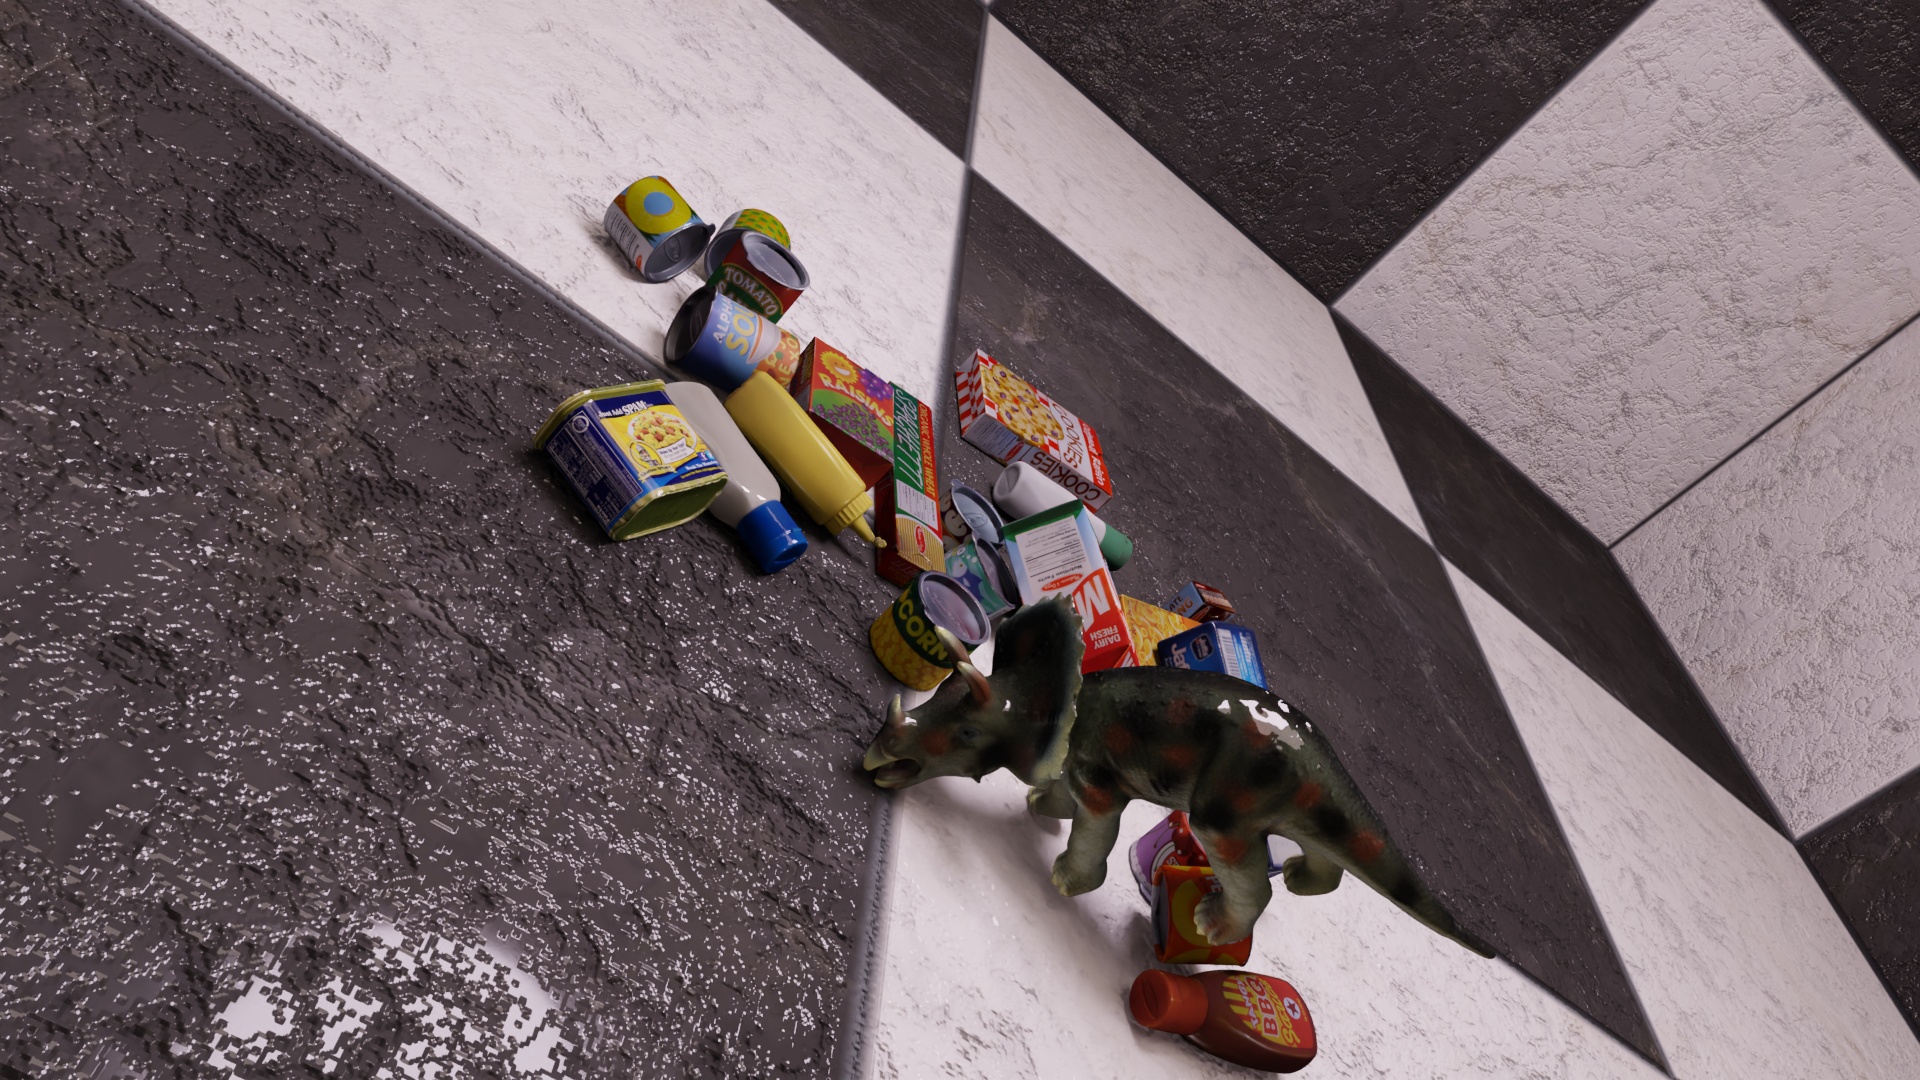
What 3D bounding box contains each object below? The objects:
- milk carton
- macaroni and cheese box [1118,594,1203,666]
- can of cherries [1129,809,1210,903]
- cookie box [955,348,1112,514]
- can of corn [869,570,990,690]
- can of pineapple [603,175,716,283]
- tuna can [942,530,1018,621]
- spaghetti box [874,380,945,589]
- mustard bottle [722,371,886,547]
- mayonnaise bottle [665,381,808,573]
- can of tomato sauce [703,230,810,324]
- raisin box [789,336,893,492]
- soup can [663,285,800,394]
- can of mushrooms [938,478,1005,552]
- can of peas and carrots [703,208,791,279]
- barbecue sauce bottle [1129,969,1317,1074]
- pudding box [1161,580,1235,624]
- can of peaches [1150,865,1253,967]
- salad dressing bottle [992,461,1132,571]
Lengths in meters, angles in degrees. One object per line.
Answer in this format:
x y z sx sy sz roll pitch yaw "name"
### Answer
0.094 0.068 1.104 0.072 0.073 0.191 62 10 -51 "milk carton"
0.185 0.126 1.188 0.166 0.040 0.124 20 54 -42 "macaroni and cheese box"
0.167 0.234 1.020 0.071 0.058 0.072 35 27 -21 "can of cherries"
0.074 -0.108 1.401 0.167 0.040 0.123 32 29 -25 "cookie box"
-0.023 0.065 0.991 0.071 0.058 0.071 34 28 -21 "can of corn"
-0.244 -0.253 1.124 0.058 0.070 0.071 49 26 9 "can of pineapple"
0.015 0.029 1.105 0.071 0.033 0.071 54 17 -24 "tuna can"
-0.045 -0.048 1.157 0.050 0.028 0.251 32 29 -26 "spaghetti box"
-0.112 -0.053 1.037 0.160 0.049 0.065 50 -3 -4 "mustard bottle"
-0.162 -0.045 0.972 0.148 0.041 0.065 53 23 14 "mayonnaise bottle"
-0.174 -0.198 1.128 0.071 0.082 0.071 34 28 -21 "can of tomato sauce"
-0.099 -0.107 1.153 0.086 0.040 0.124 32 28 -23 "raisin box"
-0.174 -0.150 1.071 0.084 0.071 0.072 26 32 -33 "soup can"
0.004 -0.015 1.169 0.071 0.033 0.071 38 27 -23 "can of mushrooms"
-0.182 -0.247 1.207 0.071 0.070 0.059 36 27 -17 "can of peas and carrots"
0.175 0.317 0.930 0.148 0.043 0.065 24 34 -35 "barbecue sauce bottle"
0.204 0.077 1.271 0.049 0.083 0.030 19 36 -42 "pudding box"
0.165 0.256 0.952 0.058 0.070 0.071 3 35 -3 "can of peaches"
0.098 -0.020 1.307 0.147 0.044 0.064 32 27 -27 "salad dressing bottle"
